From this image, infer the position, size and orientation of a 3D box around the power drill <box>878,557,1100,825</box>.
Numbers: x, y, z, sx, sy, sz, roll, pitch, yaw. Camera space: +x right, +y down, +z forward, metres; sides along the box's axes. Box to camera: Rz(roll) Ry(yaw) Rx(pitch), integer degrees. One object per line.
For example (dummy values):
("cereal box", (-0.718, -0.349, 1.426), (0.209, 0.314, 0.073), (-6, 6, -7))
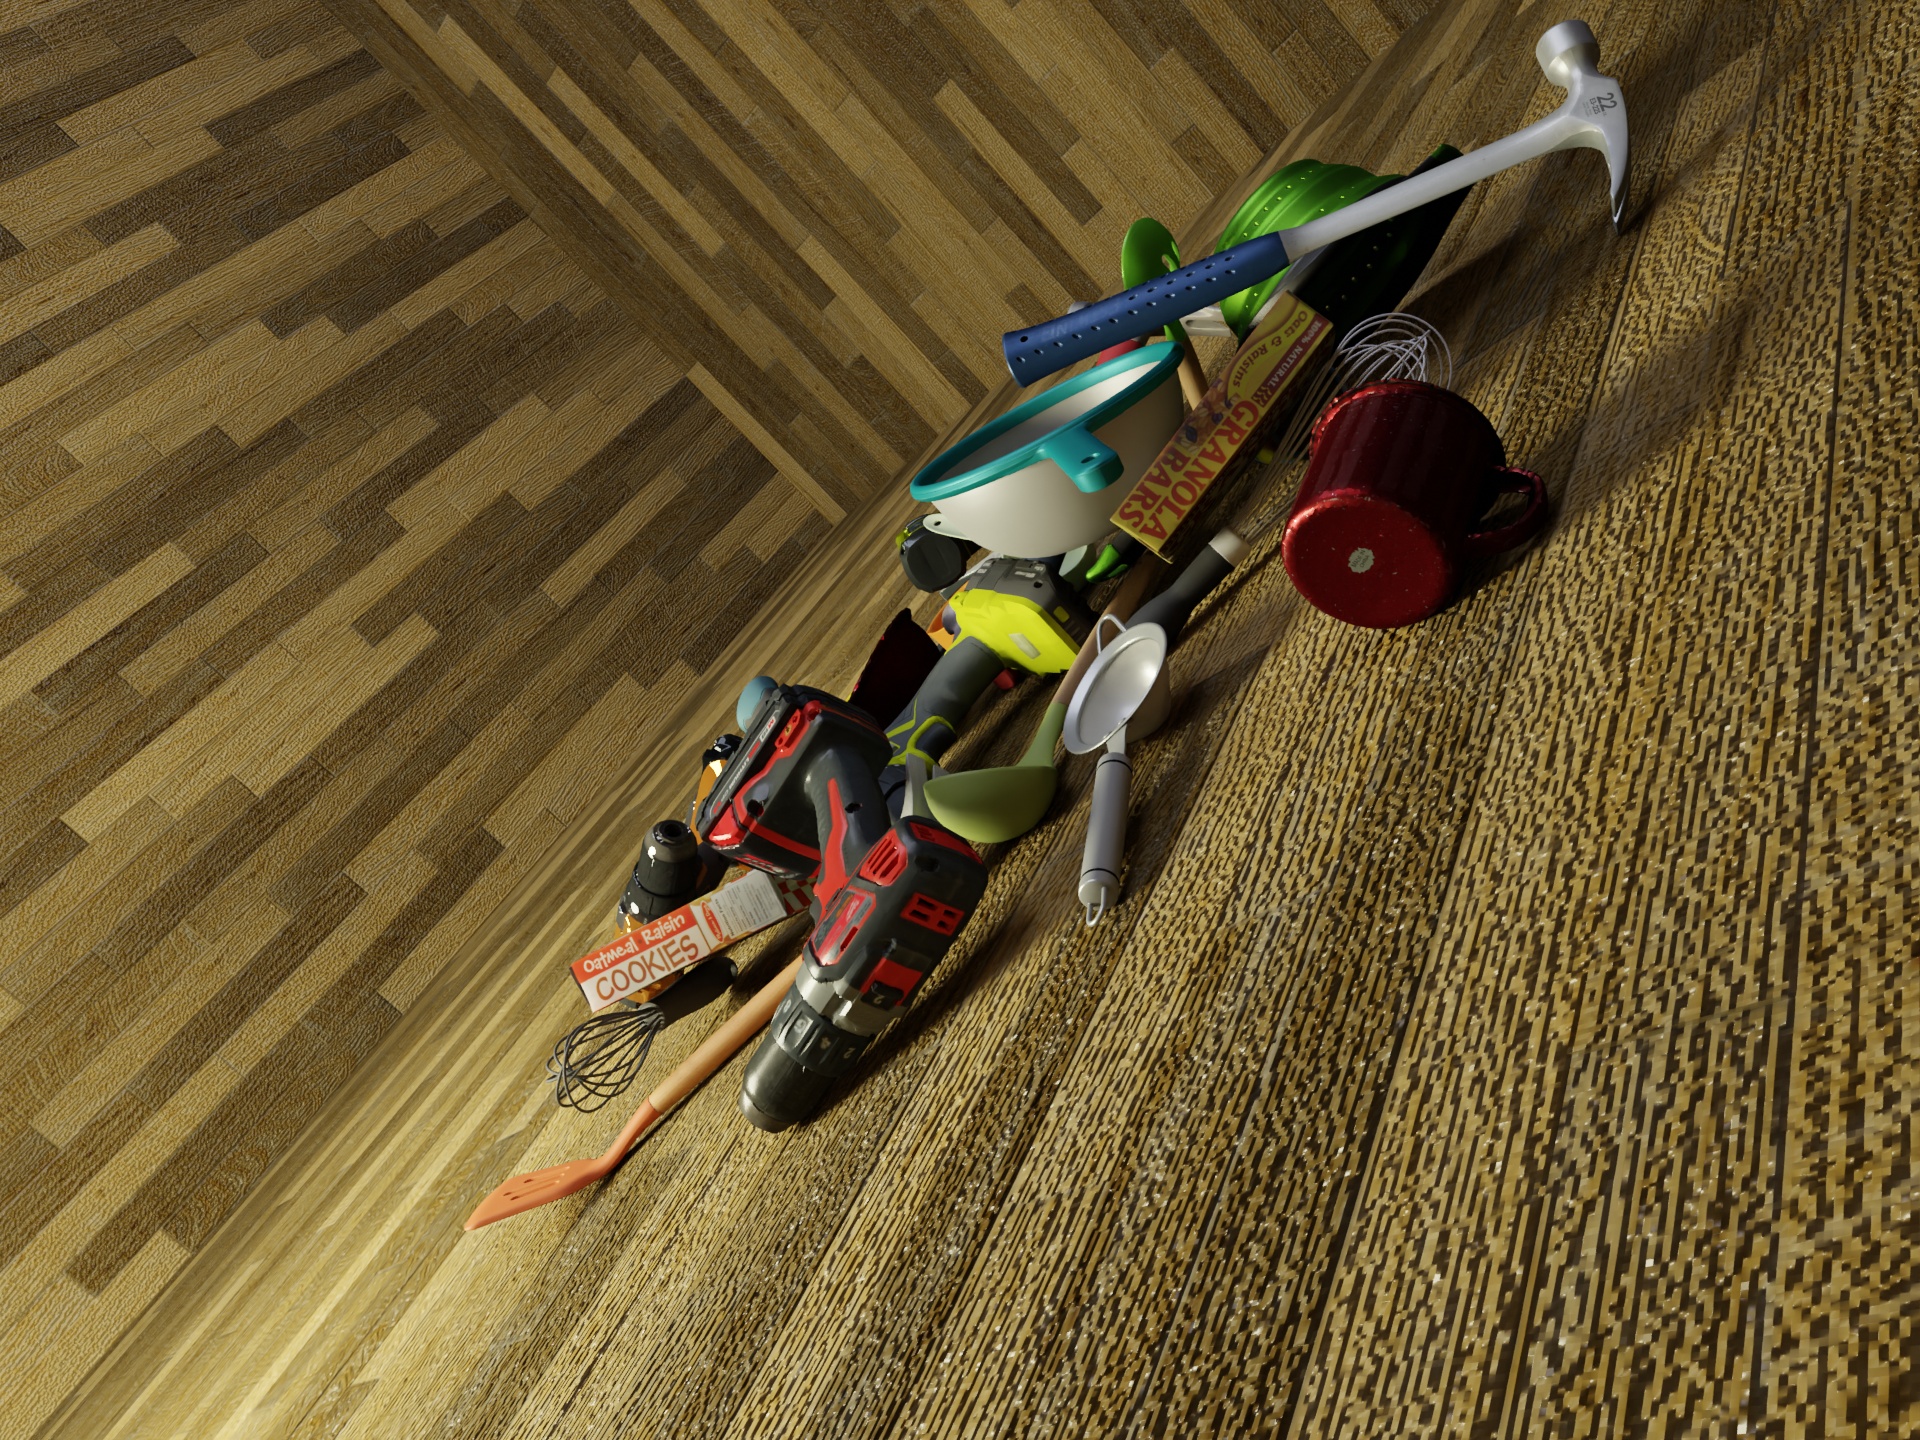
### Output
("power drill", (-0.002, -0.004, 1.108), (0.228, 0.080, 0.191), (-50, 23, -11))

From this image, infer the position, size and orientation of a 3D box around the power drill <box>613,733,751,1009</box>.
("power drill", (-0.212, 0.105, 1.308), (0.226, 0.084, 0.185), (-60, -9, -49))

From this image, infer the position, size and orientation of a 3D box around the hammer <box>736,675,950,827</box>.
("hammer", (-0.093, 0.042, 1.063), (0.128, 0.033, 0.331), (-58, 30, 6))

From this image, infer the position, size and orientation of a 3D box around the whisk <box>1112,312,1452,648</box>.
("whisk", (0.188, -0.130, 0.972), (0.284, 0.070, 0.070), (-48, 11, 11))

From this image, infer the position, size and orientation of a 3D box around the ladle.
("ladle", (0.067, -0.031, 1.013), (0.078, 0.062, 0.320), (-13, 28, 35))

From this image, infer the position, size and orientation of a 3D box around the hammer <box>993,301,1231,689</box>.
("hammer", (0.105, -0.193, 1.292), (0.143, 0.038, 0.386), (8, 62, 26))

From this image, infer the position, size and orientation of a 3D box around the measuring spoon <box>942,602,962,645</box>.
("measuring spoon", (-0.006, -0.068, 1.266), (0.034, 0.018, 0.124), (-46, 17, 22))

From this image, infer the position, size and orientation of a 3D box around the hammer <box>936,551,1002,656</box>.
("hammer", (-0.031, -0.050, 1.468), (0.149, 0.036, 0.409), (-35, 16, 43))

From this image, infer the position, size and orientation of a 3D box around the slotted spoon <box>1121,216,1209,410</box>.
("slotted spoon", (0.171, -0.286, 1.222), (0.313, 0.031, 0.070), (39, -115, -68))

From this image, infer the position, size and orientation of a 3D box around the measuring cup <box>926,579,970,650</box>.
("measuring cup", (0.022, -0.075, 1.339), (0.095, 0.052, 0.174), (-43, 16, 12))

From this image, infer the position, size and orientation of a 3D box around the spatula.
("spatula", (-0.187, 0.228, 1.037), (0.322, 0.041, 0.081), (-43, 3, 4))

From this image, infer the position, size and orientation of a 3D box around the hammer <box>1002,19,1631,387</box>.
("hammer", (0.218, -0.302, 1.013), (0.405, 0.035, 0.144), (-20, 62, 18))

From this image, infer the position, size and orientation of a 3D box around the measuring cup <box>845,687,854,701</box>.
("measuring cup", (-0.094, -0.004, 1.417), (0.156, 0.029, 0.062), (-53, 5, 38))

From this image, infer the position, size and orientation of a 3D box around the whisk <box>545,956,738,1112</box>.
("whisk", (-0.208, 0.205, 1.082), (0.055, 0.055, 0.239), (-40, -5, 20))

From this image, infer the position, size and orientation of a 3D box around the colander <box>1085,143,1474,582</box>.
("colander", (0.199, -0.272, 1.168), (0.397, 0.094, 0.204), (-50, -18, 23))

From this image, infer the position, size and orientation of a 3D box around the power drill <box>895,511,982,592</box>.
("power drill", (0.045, -0.200, 1.474), (0.223, 0.080, 0.171), (-28, 13, 4))

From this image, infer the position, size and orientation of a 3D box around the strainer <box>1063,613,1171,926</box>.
("strainer", (0.082, 0.024, 0.835), (0.087, 0.050, 0.259), (-44, 16, 31))

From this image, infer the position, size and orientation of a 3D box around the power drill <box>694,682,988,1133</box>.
("power drill", (-0.082, 0.100, 0.891), (0.188, 0.080, 0.227), (-56, 32, 13))

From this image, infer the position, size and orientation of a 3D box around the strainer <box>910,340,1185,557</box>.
("strainer", (0.082, -0.155, 1.047), (0.211, 0.095, 0.340), (-28, 17, 4))

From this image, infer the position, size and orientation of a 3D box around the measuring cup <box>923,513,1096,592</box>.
("measuring cup", (0.040, -0.144, 1.338), (0.168, 0.038, 0.083), (18, 67, 34))
